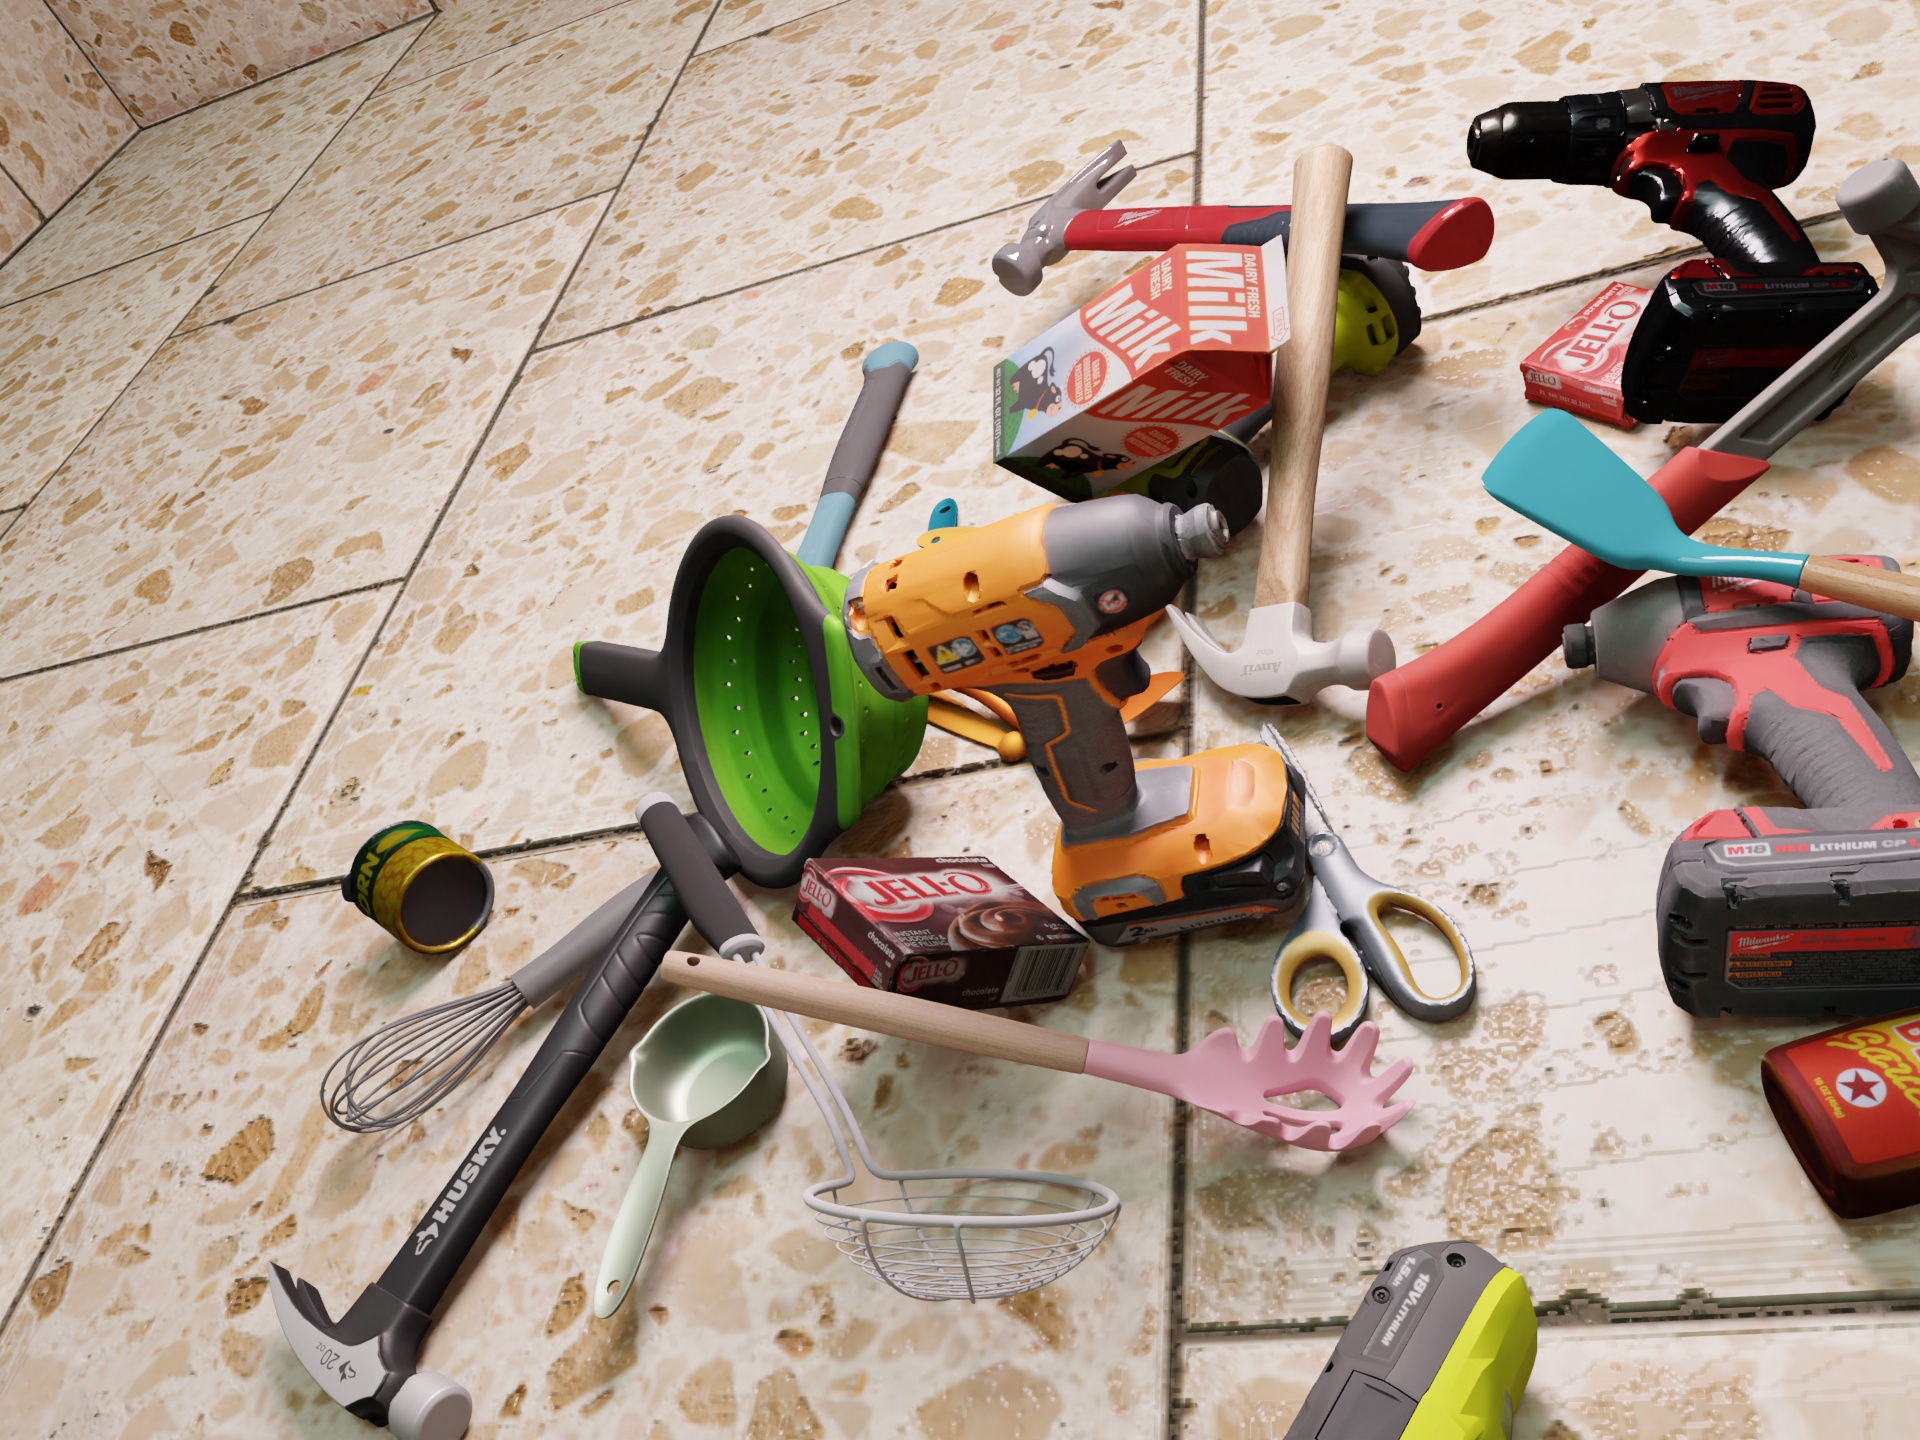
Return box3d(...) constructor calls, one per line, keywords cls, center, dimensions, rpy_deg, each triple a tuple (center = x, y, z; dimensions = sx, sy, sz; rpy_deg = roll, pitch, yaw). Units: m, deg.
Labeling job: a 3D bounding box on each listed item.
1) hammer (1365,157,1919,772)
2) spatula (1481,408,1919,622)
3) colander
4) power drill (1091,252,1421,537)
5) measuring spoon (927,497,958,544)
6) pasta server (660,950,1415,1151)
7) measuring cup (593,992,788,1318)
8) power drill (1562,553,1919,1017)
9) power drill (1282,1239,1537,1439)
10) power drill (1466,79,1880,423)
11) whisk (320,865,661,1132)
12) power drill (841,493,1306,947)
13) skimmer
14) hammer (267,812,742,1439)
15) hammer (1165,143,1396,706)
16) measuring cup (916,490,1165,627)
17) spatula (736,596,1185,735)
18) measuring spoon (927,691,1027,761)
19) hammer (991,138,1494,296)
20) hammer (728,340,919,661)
box3d(cls="hammer", center=(0.348, -0.096, 0.771), dimensions=(0.359, 0.149, 0.037), rpy_deg=(-41, 18, 3))
box3d(cls="spatula", center=(0.378, -0.063, 0.656), dimensions=(0.318, 0.044, 0.082), rpy_deg=(22, 47, 33))
box3d(cls="colander", center=(-0.127, -0.024, 0.955), dimensions=(0.094, 0.204, 0.397), rpy_deg=(-10, 11, -32))
box3d(cls="power drill", center=(0.167, -0.215, 1.008), dimensions=(0.223, 0.080, 0.171), rpy_deg=(-44, 40, -14))
box3d(cls="measuring spoon", center=(-0.009, -0.109, 1.045), dimensions=(0.042, 0.021, 0.129), rpy_deg=(-17, 32, 14))
box3d(cls="pasta server", center=(0.027, 0.130, 0.667), dimensions=(0.316, 0.040, 0.060), rpy_deg=(11, 39, 5))
box3d(cls="measuring cup", center=(-0.132, 0.209, 0.759), dimensions=(0.083, 0.038, 0.168), rpy_deg=(-4, 47, 26))
box3d(cls="power drill", center=(0.336, 0.014, 0.669), dimensions=(0.143, 0.078, 0.220), rpy_deg=(-4, 41, 18))
box3d(cls="power drill", center=(0.224, 0.256, 0.480), dimensions=(0.229, 0.080, 0.190), rpy_deg=(19, 59, 38))
box3d(cls="power drill", center=(0.388, -0.271, 0.876), dimensions=(0.188, 0.080, 0.227), rpy_deg=(0, 56, 3))
box3d(cls="whisk", center=(-0.243, 0.147, 0.879), dimensions=(0.239, 0.055, 0.055), rpy_deg=(-35, 40, -16))
box3d(cls="power drill", center=(0.073, -0.002, 0.701), dimensions=(0.164, 0.226, 0.084), rpy_deg=(-17, 40, 28))
box3d(cls="skimmer", center=(-0.065, 0.123, 0.734), dimensions=(0.364, 0.127, 0.090), rpy_deg=(48, 121, 42))
box3d(cls="hammer", center=(-0.216, 0.186, 0.815), dimensions=(0.146, 0.035, 0.335), rpy_deg=(10, 57, 36))
box3d(cls="hammer", center=(0.184, -0.167, 0.876), dimensions=(0.130, 0.031, 0.331), rpy_deg=(-8, 68, 44))
box3d(cls="measuring cup", center=(0.050, -0.090, 0.960), dimensions=(0.174, 0.052, 0.095), rpy_deg=(8, 52, 38))
box3d(cls="spatula", center=(-0.023, -0.041, 0.935), dimensions=(0.323, 0.041, 0.081), rpy_deg=(21, 38, 33))
box3d(cls="measuring spoon", center=(-0.001, -0.003, 0.927), dimensions=(0.021, 0.011, 0.117), rpy_deg=(-44, 43, -18))
box3d(cls="hammer", center=(0.183, -0.327, 1.026), dimensions=(0.143, 0.038, 0.387), rpy_deg=(-48, 36, -16))
box3d(cls="hammer", center=(-0.085, -0.163, 1.126), dimensions=(0.128, 0.033, 0.331), rpy_deg=(-7, 44, 24))
